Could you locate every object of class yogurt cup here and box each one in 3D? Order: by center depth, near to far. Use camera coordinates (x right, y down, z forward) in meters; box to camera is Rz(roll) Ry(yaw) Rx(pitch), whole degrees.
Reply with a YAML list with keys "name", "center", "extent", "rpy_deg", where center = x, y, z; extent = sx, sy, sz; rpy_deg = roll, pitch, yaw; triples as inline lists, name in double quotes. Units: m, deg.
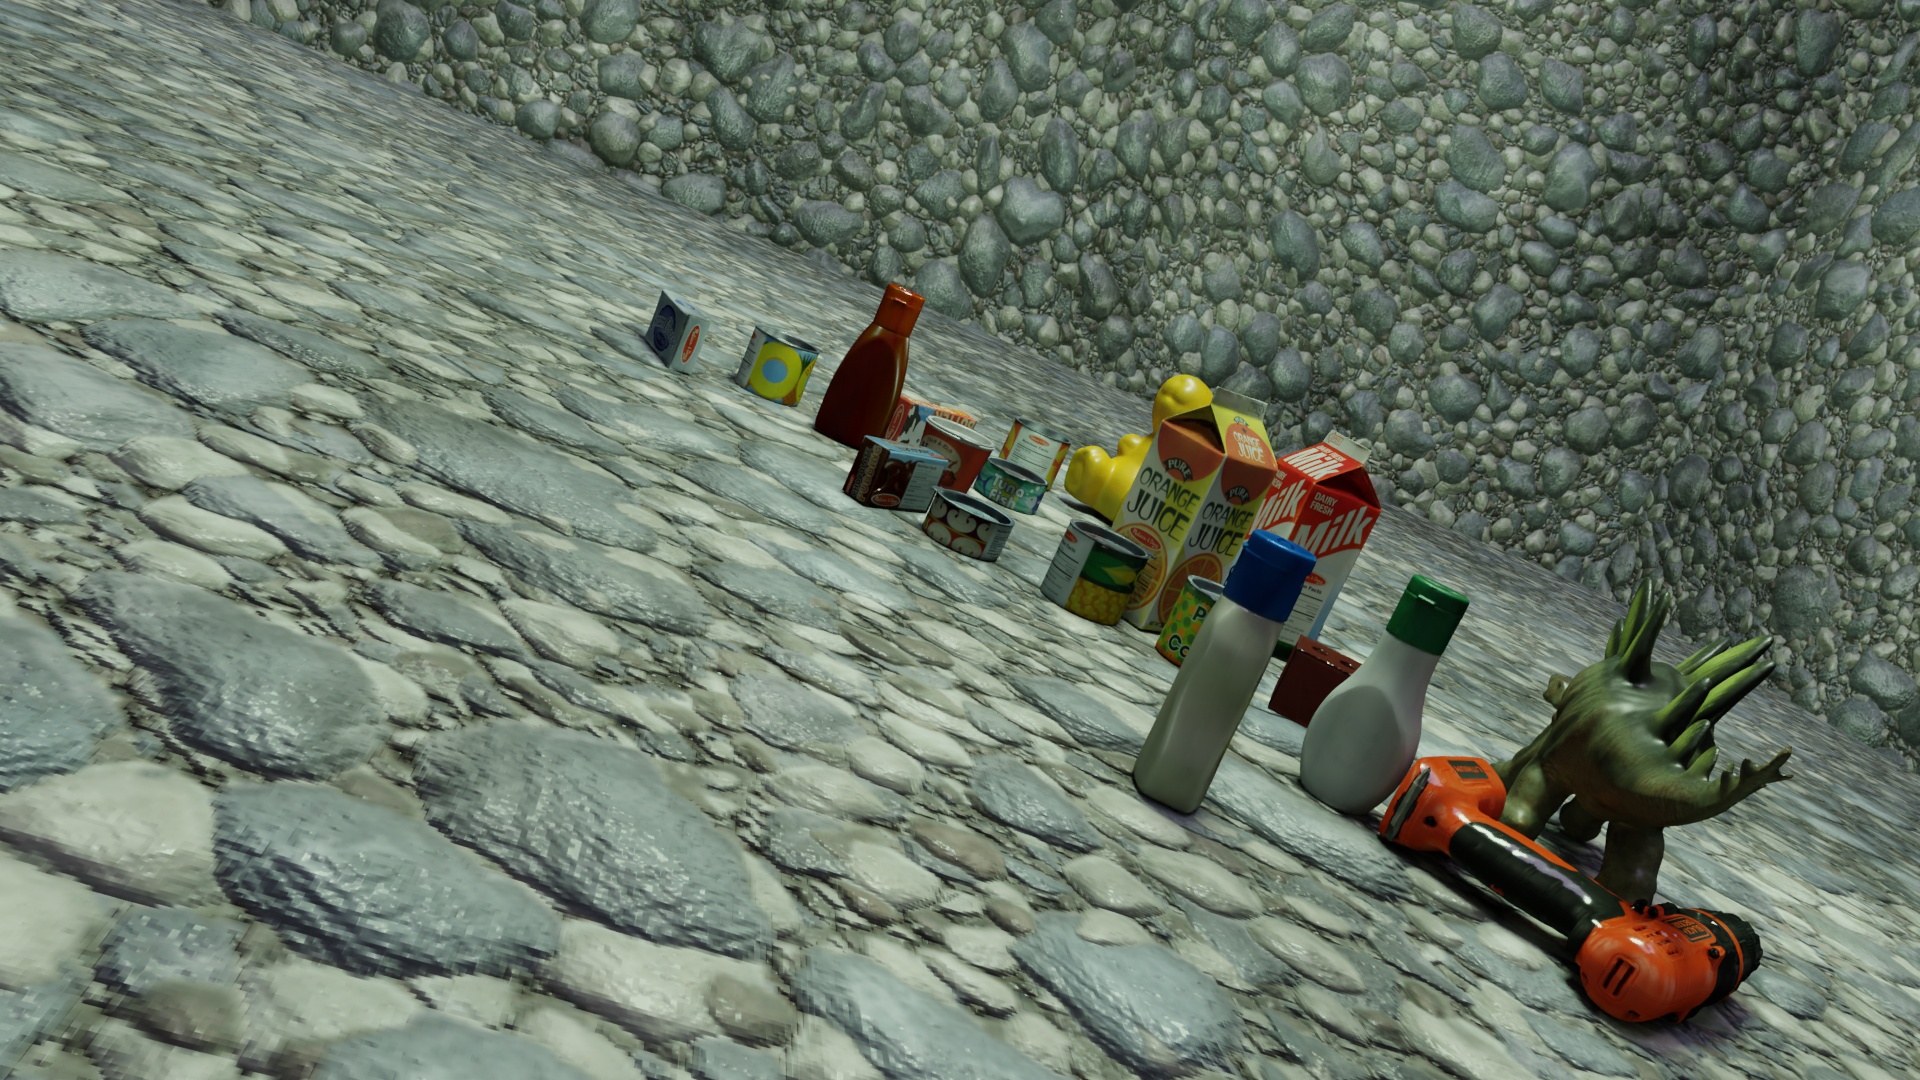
- name: "yogurt cup"
  center: [-0.009, -0.076, 1.265]
  extent: [0.072, 0.053, 0.072]
  rpy_deg: [23, 12, -5]

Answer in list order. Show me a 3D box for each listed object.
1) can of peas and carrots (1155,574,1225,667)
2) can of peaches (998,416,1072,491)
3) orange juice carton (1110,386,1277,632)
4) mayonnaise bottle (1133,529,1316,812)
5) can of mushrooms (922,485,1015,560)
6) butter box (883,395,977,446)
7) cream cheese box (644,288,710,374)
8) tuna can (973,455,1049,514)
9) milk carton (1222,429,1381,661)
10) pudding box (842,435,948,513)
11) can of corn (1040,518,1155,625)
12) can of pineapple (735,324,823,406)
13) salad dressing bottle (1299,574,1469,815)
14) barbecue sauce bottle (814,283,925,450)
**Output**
- name: "can of peas and carrots"
  center: [0.184, 0.067, 1.021]
  extent: [0.071, 0.058, 0.071]
  rpy_deg: [23, 12, -5]
- name: "can of peaches"
  center: [0.078, -0.092, 1.477]
  extent: [0.071, 0.058, 0.071]
  rpy_deg: [23, 12, -5]
- name: "orange juice carton"
  center: [0.179, -0.026, 1.084]
  extent: [0.072, 0.192, 0.073]
  rpy_deg: [12, 17, -44]
- name: "mayonnaise bottle"
  center: [0.139, 0.067, 0.731]
  extent: [0.041, 0.147, 0.065]
  rpy_deg: [25, 12, 6]
- name: "can of mushrooms"
  center: [0.004, -0.014, 1.078]
  extent: [0.071, 0.033, 0.071]
  rpy_deg: [23, 13, -5]
- name: "butter box"
  center: [-0.031, -0.106, 1.346]
  extent: [0.024, 0.053, 0.103]
  rpy_deg: [33, 15, 35]
- name: "cream cheese box"
  center: [-0.263, -0.194, 1.286]
  extent: [0.024, 0.053, 0.104]
  rpy_deg: [17, 14, -31]
- name: "tuna can"
  center: [0.048, -0.052, 1.318]
  extent: [0.071, 0.032, 0.071]
  rpy_deg: [23, 13, -5]
- name: "milk carton"
  center: [0.288, 0.001, 1.178]
  extent: [0.073, 0.190, 0.072]
  rpy_deg: [20, 13, -20]
- name: "pudding box"
  center: [-0.050, -0.052, 1.099]
  extent: [0.030, 0.049, 0.084]
  rpy_deg: [31, 14, 31]
- name: "can of corn"
  center: [0.103, 0.024, 1.047]
  extent: [0.071, 0.058, 0.071]
  rpy_deg: [23, 12, -5]
- name: "can of pineapple"
  center: [-0.173, -0.166, 1.325]
  extent: [0.071, 0.057, 0.071]
  rpy_deg: [23, 12, -5]
- name: "salad dressing bottle"
  center: [0.259, 0.093, 0.844]
  extent: [0.064, 0.147, 0.044]
  rpy_deg: [32, 14, 32]
- name: "barbecue sauce bottle"
  center: [-0.077, -0.157, 1.257]
  extent: [0.065, 0.148, 0.044]
  rpy_deg: [24, 12, 1]
